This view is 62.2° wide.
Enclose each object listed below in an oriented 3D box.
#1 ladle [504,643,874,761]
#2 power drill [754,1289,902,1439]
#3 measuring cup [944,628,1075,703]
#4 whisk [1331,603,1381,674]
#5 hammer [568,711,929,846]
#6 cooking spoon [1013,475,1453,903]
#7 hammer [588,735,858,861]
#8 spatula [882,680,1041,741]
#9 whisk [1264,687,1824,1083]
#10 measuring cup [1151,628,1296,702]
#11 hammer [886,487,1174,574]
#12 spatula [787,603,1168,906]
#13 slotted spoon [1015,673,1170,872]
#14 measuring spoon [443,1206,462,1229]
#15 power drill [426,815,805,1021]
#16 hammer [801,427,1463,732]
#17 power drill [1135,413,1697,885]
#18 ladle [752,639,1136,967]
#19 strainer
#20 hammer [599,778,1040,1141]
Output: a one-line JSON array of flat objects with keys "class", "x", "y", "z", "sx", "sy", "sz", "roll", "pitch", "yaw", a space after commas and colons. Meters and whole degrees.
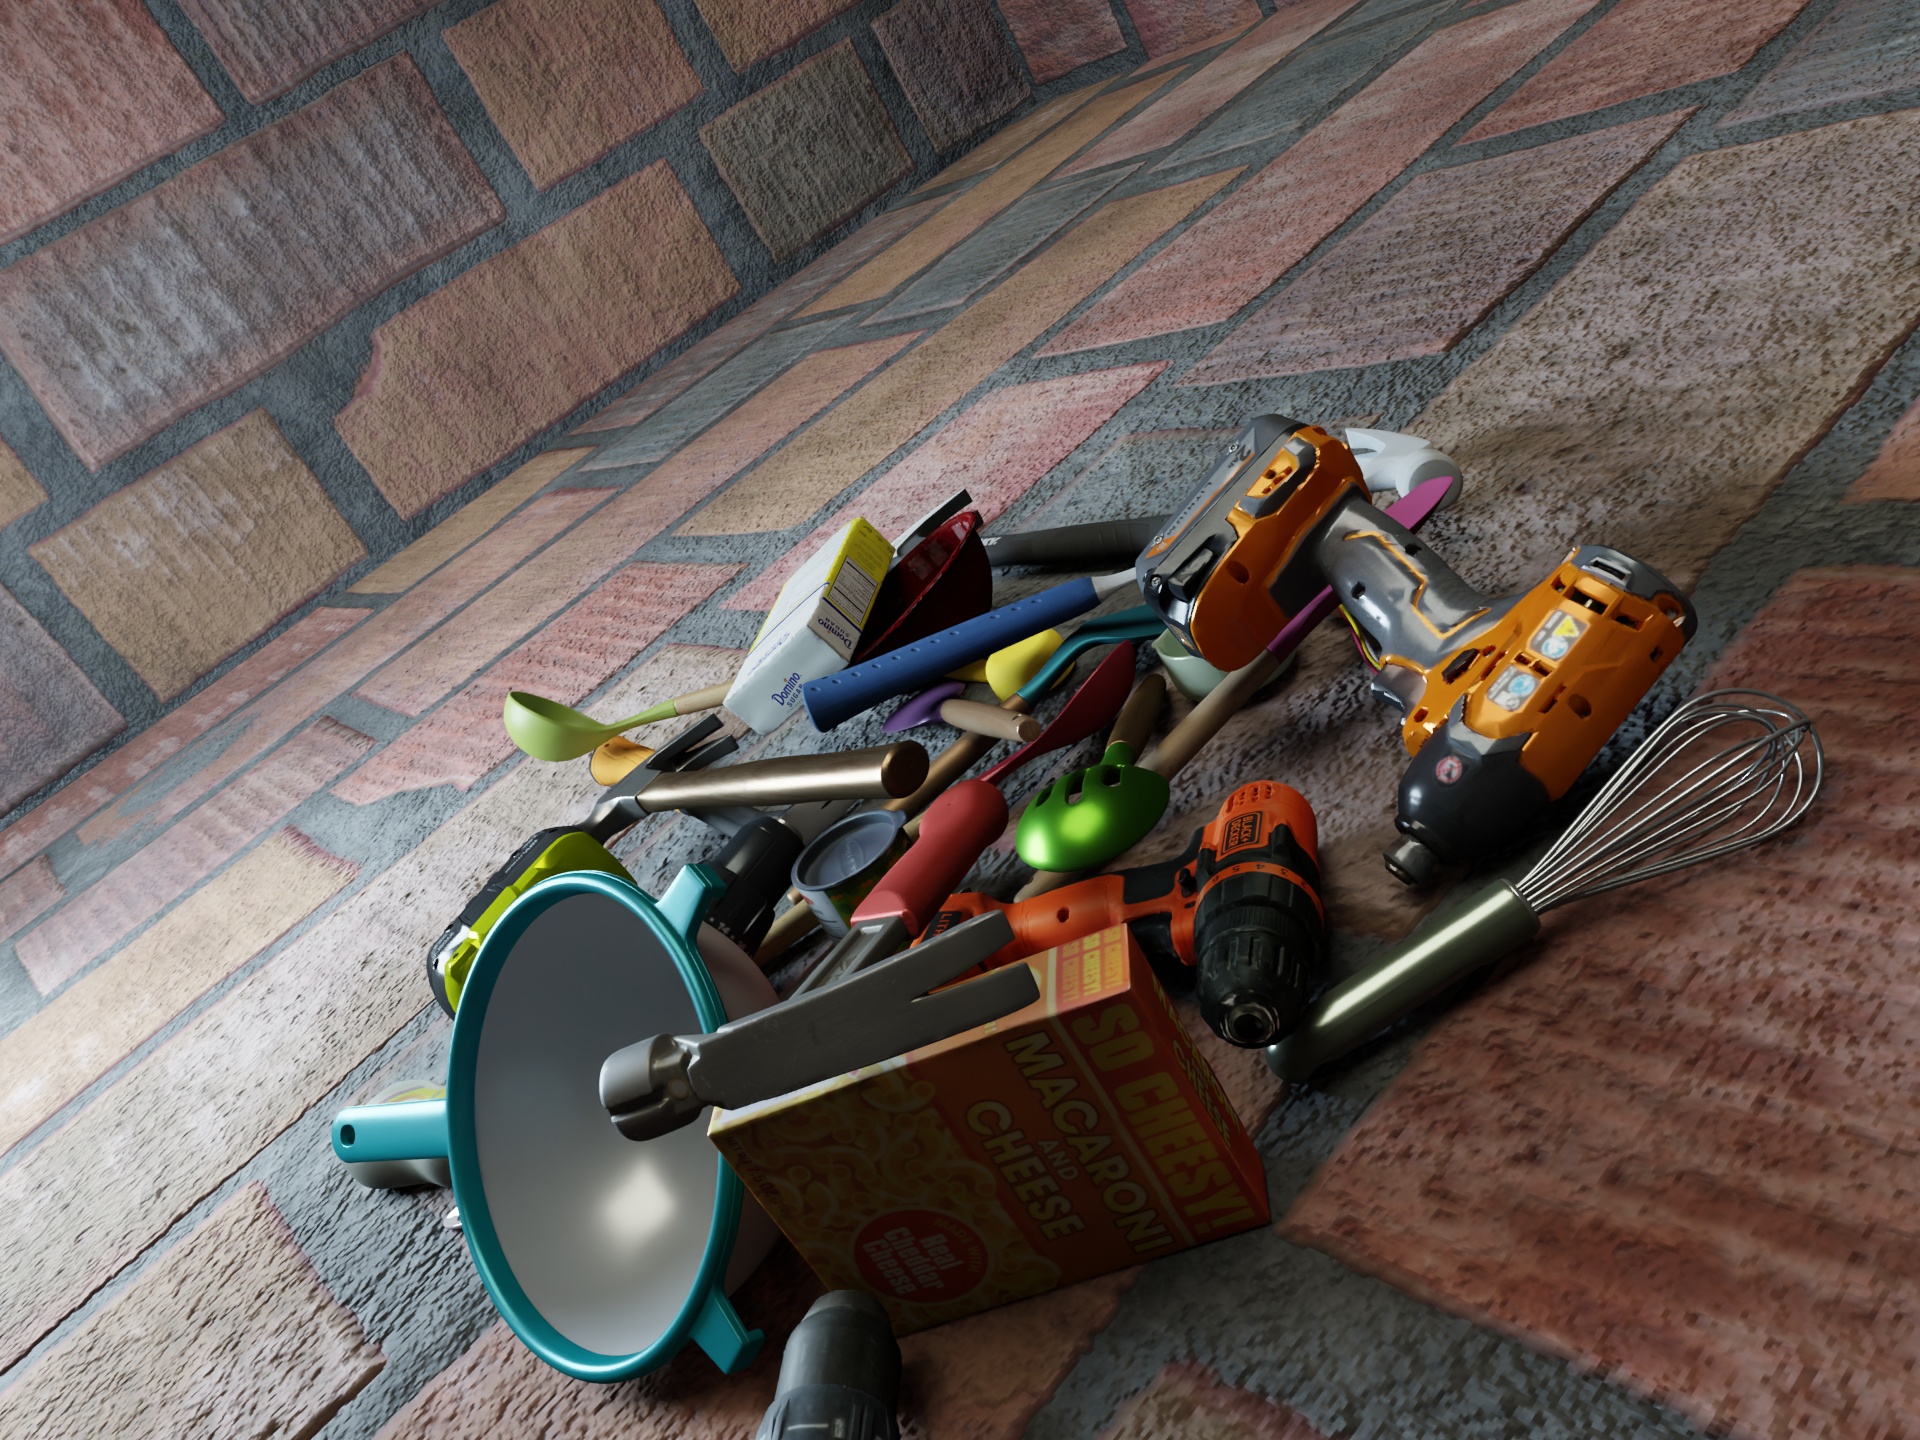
[{"class": "ladle", "x": -0.192, "y": -0.029, "z": 1.200, "sx": 0.320, "sy": 0.062, "sz": 0.078, "roll": -14, "pitch": 0, "yaw": 8}, {"class": "power drill", "x": -0.119, "y": 0.293, "z": 0.533, "sx": 0.226, "sy": 0.080, "sz": 0.188, "roll": -21, "pitch": 26, "yaw": 15}, {"class": "measuring cup", "x": 0.017, "y": -0.042, "z": 1.071, "sx": 0.062, "sy": 0.029, "sz": 0.157, "roll": -41, "pitch": 26, "yaw": -22}, {"class": "whisk", "x": 0.214, "y": -0.062, "z": 0.869, "sx": 0.047, "sy": 0.051, "sz": 0.245, "roll": -36, "pitch": 21, "yaw": 3}, {"class": "hammer", "x": -0.130, "y": 0.038, "z": 0.976, "sx": 0.331, "sy": 0.031, "sz": 0.130, "roll": -8, "pitch": 33, "yaw": 50}, {"class": "cooking spoon", "x": 0.143, "y": -0.015, "z": 0.825, "sx": 0.319, "sy": 0.017, "sz": 0.069, "roll": -45, "pitch": 11, "yaw": -6}, {"class": "hammer", "x": -0.187, "y": 0.046, "z": 1.131, "sx": 0.127, "sy": 0.034, "sz": 0.337, "roll": -41, "pitch": 26, "yaw": -19}, {"class": "spatula", "x": -0.002, "y": -0.003, "z": 0.956, "sx": 0.060, "sy": 0.018, "sz": 0.316, "roll": -35, "pitch": 10, "yaw": -9}, {"class": "whisk", "x": 0.223, "y": 0.068, "z": 0.614, "sx": 0.246, "sy": 0.059, "sz": 0.057, "roll": -34, "pitch": -13, "yaw": 2}, {"class": "measuring cup", "x": 0.164, "y": -0.060, "z": 0.935, "sx": 0.083, "sy": 0.038, "sz": 0.168, "roll": -18, "pitch": 20, "yaw": 25}, {"class": "hammer", "x": 0.055, "y": -0.132, "z": 1.195, "sx": 0.335, "sy": 0.035, "sz": 0.146, "roll": 2, "pitch": 40, "yaw": 50}, {"class": "spatula", "x": 0.025, "y": 0.014, "z": 0.966, "sx": 0.317, "sy": 0.044, "sz": 0.082, "roll": -40, "pitch": 26, "yaw": -9}, {"class": "slotted spoon", "x": 0.081, "y": 0.012, "z": 0.792, "sx": 0.070, "sy": 0.031, "sz": 0.314, "roll": -17, "pitch": 8, "yaw": 16}, {"class": "measuring spoon", "x": -0.221, "y": 0.246, "z": 0.816, "sx": 0.124, "sy": 0.018, "sz": 0.034, "roll": -25, "pitch": 26, "yaw": 29}, {"class": "power drill", "x": -0.199, "y": 0.126, "z": 0.917, "sx": 0.229, "sy": 0.080, "sz": 0.190, "roll": 4, "pitch": 50, "yaw": 52}, {"class": "hammer", "x": 0.094, "y": -0.085, "z": 0.976, "sx": 0.405, "sy": 0.035, "sz": 0.144, "roll": -22, "pitch": 17, "yaw": 8}, {"class": "power drill", "x": 0.188, "y": -0.035, "z": 0.727, "sx": 0.164, "sy": 0.084, "sz": 0.227, "roll": -51, "pitch": 49, "yaw": -2}, {"class": "ladle", "x": -0.020, "y": 0.060, "z": 0.908, "sx": 0.315, "sy": 0.031, "sz": 0.069, "roll": -37, "pitch": -12, "yaw": -3}, {"class": "strainer", "x": -0.179, "y": 0.185, "z": 0.745, "sx": 0.340, "sy": 0.211, "sz": 0.095, "roll": -16, "pitch": -14, "yaw": 42}, {"class": "hammer", "x": -0.015, "y": 0.072, "z": 0.666, "sx": 0.149, "sy": 0.036, "sz": 0.359, "roll": -23, "pitch": 4, "yaw": 14}]
